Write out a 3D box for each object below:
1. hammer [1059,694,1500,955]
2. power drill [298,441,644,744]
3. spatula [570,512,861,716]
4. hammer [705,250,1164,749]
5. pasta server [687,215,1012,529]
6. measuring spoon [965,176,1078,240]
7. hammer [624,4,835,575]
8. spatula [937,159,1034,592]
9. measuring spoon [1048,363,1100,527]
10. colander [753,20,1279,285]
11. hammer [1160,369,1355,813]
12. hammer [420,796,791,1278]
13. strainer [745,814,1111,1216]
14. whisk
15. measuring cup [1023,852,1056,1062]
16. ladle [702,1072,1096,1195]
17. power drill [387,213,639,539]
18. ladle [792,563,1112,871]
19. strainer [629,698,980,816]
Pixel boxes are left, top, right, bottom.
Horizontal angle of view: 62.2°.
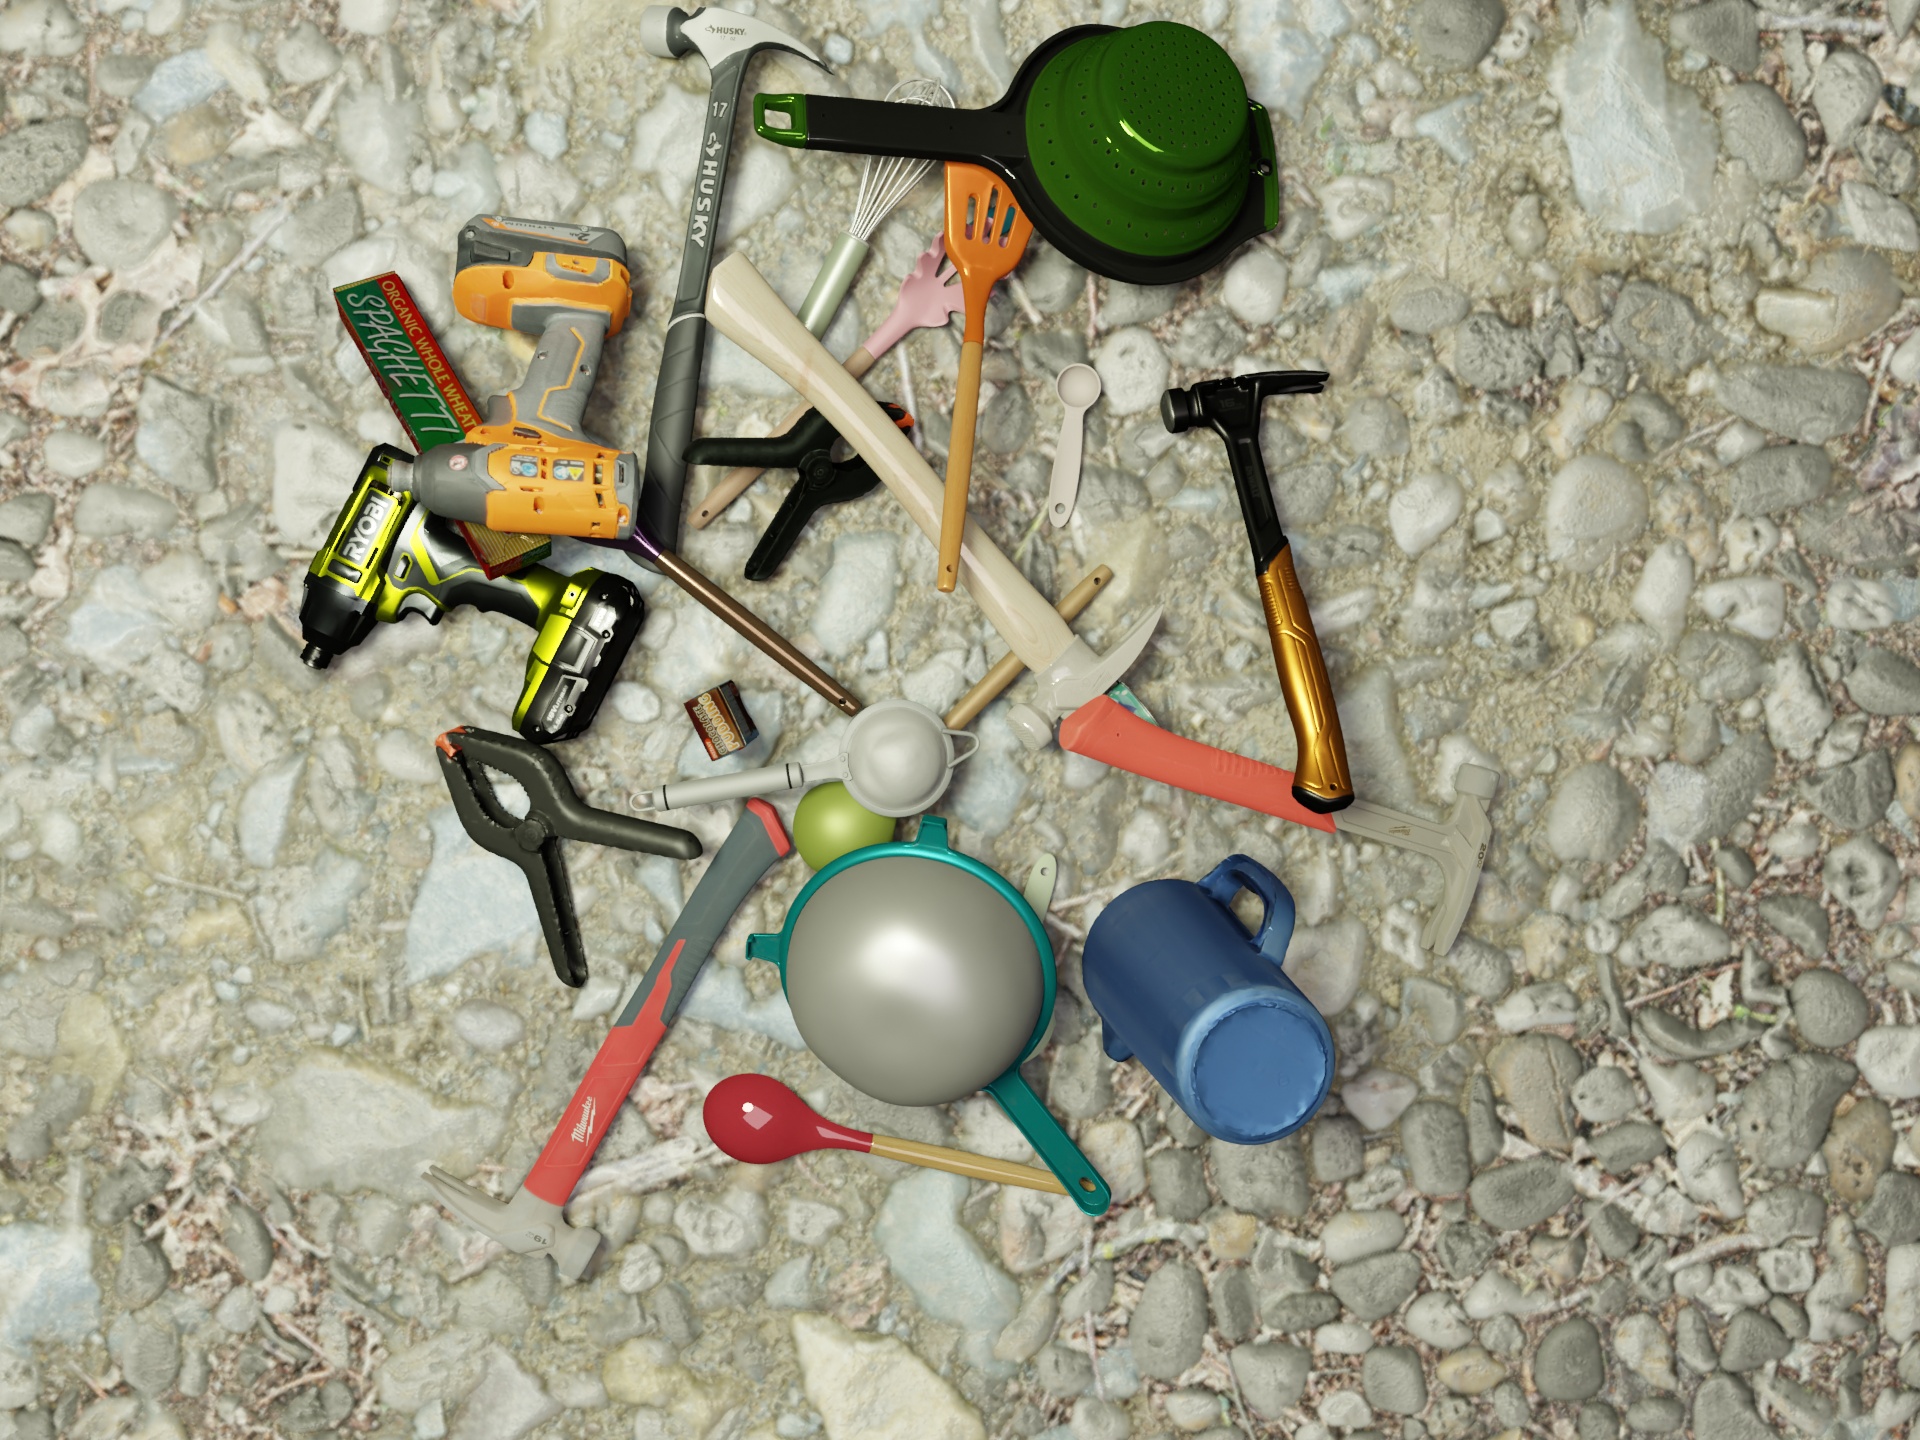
[{"bbox_3d":[0.236,0.064,1.182,0.359,0.037,0.149,17,91,-19],"label":"hammer"},{"bbox_3d":[-0.362,-0.078,1.165,0.223,0.080,0.171,27,91,0],"label":"power drill"},{"bbox_3d":[-0.201,-0.102,1.164,0.316,0.018,0.060,38,101,-6],"label":"spatula"},{"bbox_3d":[-0.025,-0.175,1.151,0.146,0.038,0.410,-44,102,-11],"label":"hammer"},{"bbox_3d":[-0.087,-0.255,1.187,0.316,0.040,0.060,-44,109,1],"label":"pasta server"},{"bbox_3d":[0.055,-0.393,1.194,0.128,0.021,0.042,-32,94,-2],"label":"measuring spoon"},{"bbox_3d":[-0.192,-0.310,1.165,0.149,0.036,0.409,12,96,18],"label":"hammer"},{"bbox_3d":[0.008,-0.248,1.132,0.081,0.041,0.323,9,77,-14],"label":"spatula"},{"bbox_3d":[0.082,-0.209,1.213,0.034,0.018,0.124,7,99,-4],"label":"measuring spoon"},{"bbox_3d":[0.059,-0.422,1.108,0.397,0.094,0.204,-1,79,-16],"label":"colander"},{"bbox_3d":[0.243,-0.098,1.170,0.127,0.034,0.337,-10,77,-3],"label":"hammer"},{"bbox_3d":[-0.255,0.223,1.204,0.143,0.038,0.386,30,91,-3],"label":"hammer"},{"bbox_3d":[-0.002,0.250,1.155,0.211,0.095,0.340,-35,98,20],"label":"strainer"},{"bbox_3d":[-0.075,-0.364,1.179,0.057,0.059,0.246,27,97,-21],"label":"whisk"},{"bbox_3d":[0.047,0.184,1.217,0.083,0.038,0.167,15,94,-4],"label":"measuring cup"},{"bbox_3d":[-0.044,0.333,1.228,0.315,0.031,0.069,13,92,-5],"label":"ladle"},{"bbox_3d":[-0.307,-0.235,1.104,0.164,0.084,0.227,2,68,-16],"label":"power drill"},{"bbox_3d":[-0.002,-0.004,1.210,0.320,0.062,0.078,-45,98,-7],"label":"ladle"},{"bbox_3d":[-0.112,0.040,1.150,0.258,0.050,0.087,-10,95,-1],"label":"strainer"}]
